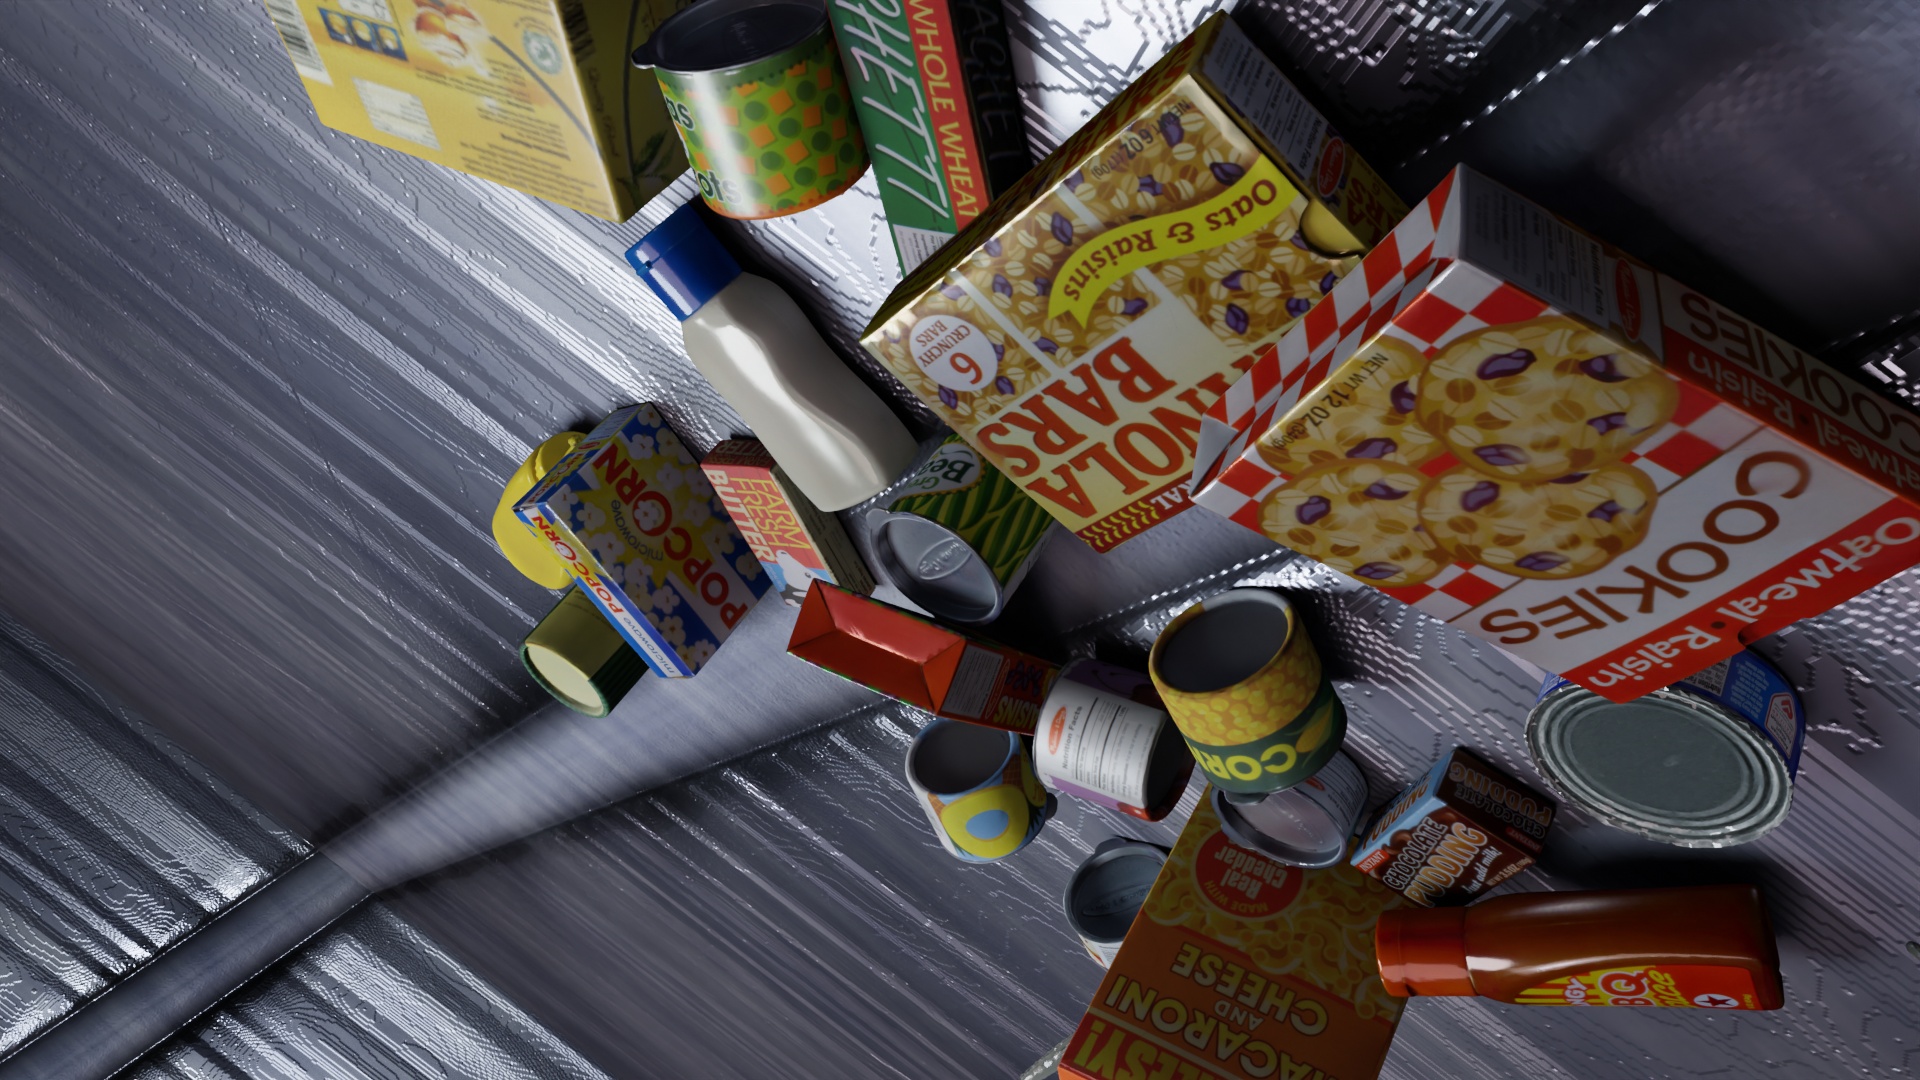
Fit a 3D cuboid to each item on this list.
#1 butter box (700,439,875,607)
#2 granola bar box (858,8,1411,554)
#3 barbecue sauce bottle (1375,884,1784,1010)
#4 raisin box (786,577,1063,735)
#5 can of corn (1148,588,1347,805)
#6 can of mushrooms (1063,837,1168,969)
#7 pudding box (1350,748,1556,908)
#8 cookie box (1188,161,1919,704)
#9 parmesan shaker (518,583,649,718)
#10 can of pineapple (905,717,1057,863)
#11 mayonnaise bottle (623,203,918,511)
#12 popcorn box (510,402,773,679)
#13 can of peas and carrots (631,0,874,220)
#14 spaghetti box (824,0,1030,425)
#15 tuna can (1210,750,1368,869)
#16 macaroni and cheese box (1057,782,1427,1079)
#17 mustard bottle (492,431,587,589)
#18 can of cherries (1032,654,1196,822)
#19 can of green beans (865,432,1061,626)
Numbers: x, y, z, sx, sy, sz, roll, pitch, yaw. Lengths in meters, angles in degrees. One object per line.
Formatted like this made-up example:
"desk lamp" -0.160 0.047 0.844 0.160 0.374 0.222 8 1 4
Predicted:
"butter box" -0.088 -0.007 0.722 0.053 0.024 0.103 6 136 38
"granola bar box" 0.063 -0.071 0.456 0.124 0.039 0.165 40 139 -18
"barbecue sauce bottle" 0.249 0.167 0.569 0.148 0.044 0.064 -11 142 30
"raisin box" -0.013 0.057 0.662 0.086 0.040 0.123 18 176 28
"can of corn" 0.118 0.064 0.574 0.071 0.071 0.058 -1 130 43
"can of mushrooms" 0.094 0.202 0.774 0.071 0.071 0.033 4 136 40
"pudding box" 0.212 0.129 0.603 0.050 0.030 0.083 33 146 8
"cookie box" 0.171 -0.019 0.401 0.167 0.040 0.122 24 144 -12
"parmesan shaker" -0.204 0.045 0.820 0.071 0.103 0.071 25 145 19
"can of pineapple" 0.011 0.133 0.765 0.071 0.071 0.057 9 137 36
"mayonnaise bottle" -0.086 -0.080 0.616 0.064 0.041 0.148 -18 117 50
"popcorn box" -0.165 0.001 0.747 0.038 0.085 0.126 -8 125 46
"can of peas and carrots" -0.070 -0.153 0.485 0.071 0.071 0.058 15 141 30
"spaghetti box" -0.005 -0.137 0.481 0.050 0.029 0.248 15 141 29
"tuna can" 0.152 0.120 0.646 0.071 0.033 0.070 24 145 19
"macaroni and cheese box" 0.137 0.204 0.639 0.124 0.167 0.040 19 142 25
"mustard bottle" -0.232 -0.024 0.812 0.065 0.049 0.159 41 146 -3
"can of cherries" 0.077 0.093 0.656 0.058 0.072 0.071 14 140 30
"can of green beans" 0.004 -0.006 0.606 0.071 0.058 0.071 24 145 19
